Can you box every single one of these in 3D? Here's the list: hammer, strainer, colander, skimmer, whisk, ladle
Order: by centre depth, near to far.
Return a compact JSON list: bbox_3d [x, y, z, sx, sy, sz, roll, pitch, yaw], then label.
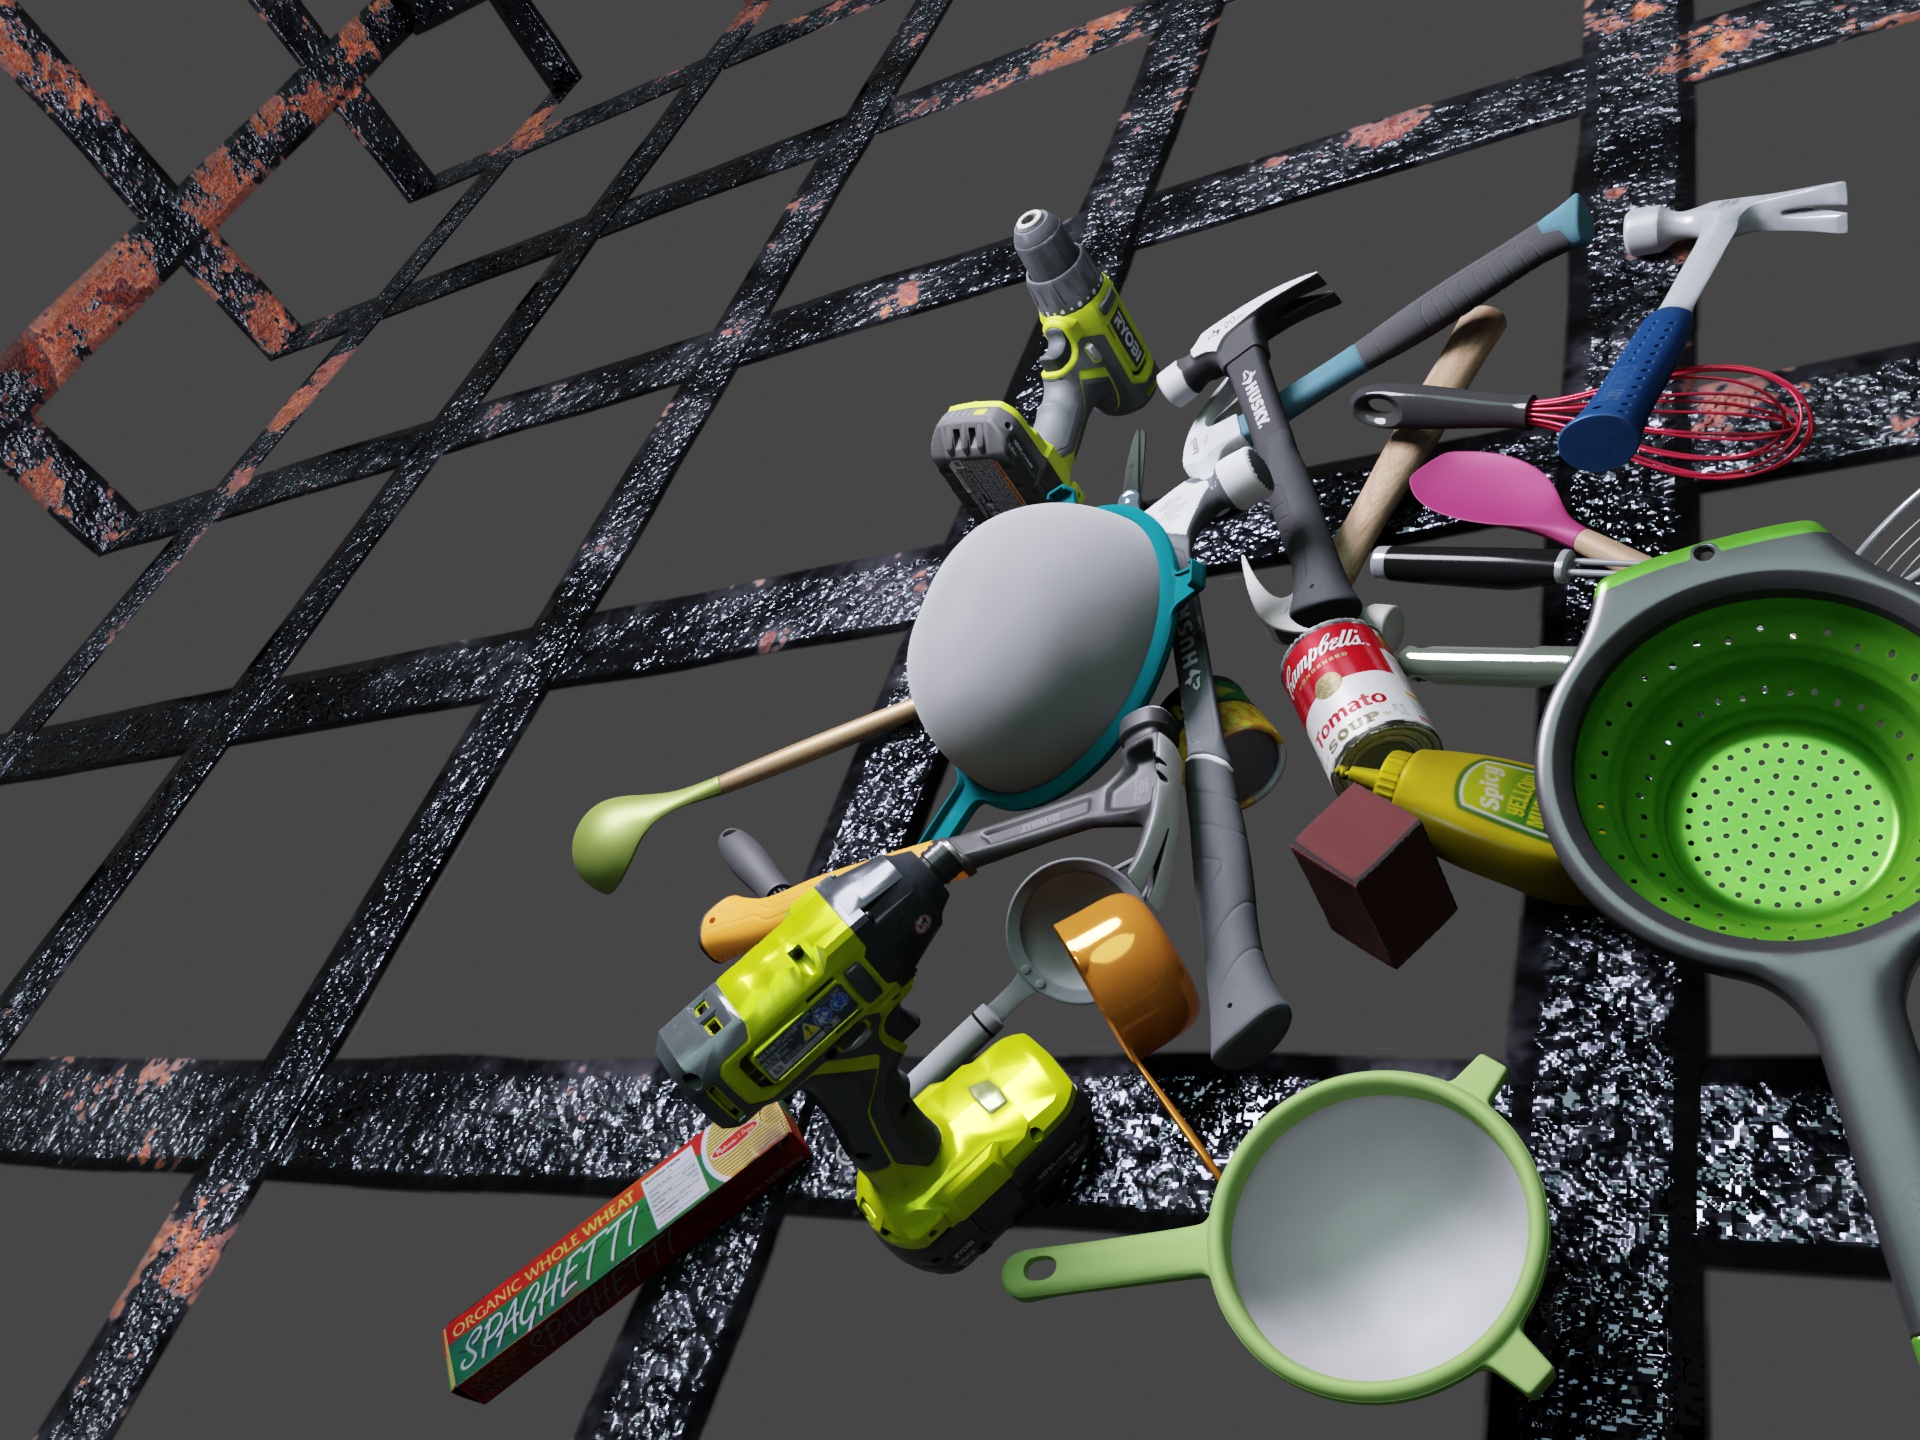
[{"bbox_3d":[0.389,0.105,0.710,0.204,0.094,0.397,-16,59,23],"label":"colander"},{"bbox_3d":[0.146,0.252,0.733,0.256,0.069,0.152,-17,43,24],"label":"strainer"},{"bbox_3d":[0.389,-0.109,0.875,0.363,0.090,0.127,7,39,42],"label":"skimmer"},{"bbox_3d":[0.359,-0.030,0.900,0.246,0.057,0.059,4,82,45],"label":"whisk"},{"bbox_3d":[0.137,0.013,0.924,0.149,0.036,0.409,-29,42,29],"label":"hammer"},{"bbox_3d":[-0.024,0.094,0.938,0.337,0.034,0.127,-21,38,28],"label":"hammer"},{"bbox_3d":[0.021,0.171,0.942,0.258,0.050,0.087,-43,81,-2],"label":"strainer"},{"bbox_3d":[0.451,-0.256,0.992,0.144,0.035,0.405,1,33,36],"label":"hammer"},{"bbox_3d":[-0.002,-0.003,1.006,0.340,0.095,0.211,-58,32,8],"label":"strainer"},{"bbox_3d":[0.387,-0.196,1.023,0.296,0.073,0.073,13,57,39],"label":"whisk"},{"bbox_3d":[-0.127,0.124,1.095,0.055,0.055,0.239,-41,30,-8],"label":"whisk"},{"bbox_3d":[0.226,-0.185,1.102,0.146,0.035,0.335,-34,39,26],"label":"hammer"},{"bbox_3d":[0.303,-0.176,1.111,0.130,0.031,0.331,9,54,42],"label":"hammer"},{"bbox_3d":[0.307,-0.274,1.167,0.331,0.033,0.128,-31,33,24],"label":"hammer"},{"bbox_3d":[-0.153,0.048,1.218,0.320,0.062,0.078,-22,37,6],"label":"ladle"}]

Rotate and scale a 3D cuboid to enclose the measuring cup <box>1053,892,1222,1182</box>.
[{"bbox_3d":[0.114,0.168,0.856,0.052,0.095,0.174,-32,55,-3],"label":"measuring cup"}]

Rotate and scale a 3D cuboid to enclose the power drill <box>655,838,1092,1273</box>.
[{"bbox_3d":[-0.028,0.174,0.822,0.171,0.223,0.080,-41,38,-8],"label":"power drill"}]

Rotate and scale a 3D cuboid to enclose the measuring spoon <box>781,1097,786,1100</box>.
[{"bbox_3d":[-0.110,0.191,1.034,0.042,0.021,0.129,-5,46,34],"label":"measuring spoon"}]

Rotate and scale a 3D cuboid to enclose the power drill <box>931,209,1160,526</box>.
[{"bbox_3d":[0.067,-0.272,1.271,0.080,0.190,0.229,3,55,39],"label":"power drill"}]

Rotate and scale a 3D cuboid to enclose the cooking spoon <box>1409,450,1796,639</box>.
[{"bbox_3d":[0.391,-0.097,0.949,0.069,0.017,0.319,-33,41,-12],"label":"cooking spoon"}]
